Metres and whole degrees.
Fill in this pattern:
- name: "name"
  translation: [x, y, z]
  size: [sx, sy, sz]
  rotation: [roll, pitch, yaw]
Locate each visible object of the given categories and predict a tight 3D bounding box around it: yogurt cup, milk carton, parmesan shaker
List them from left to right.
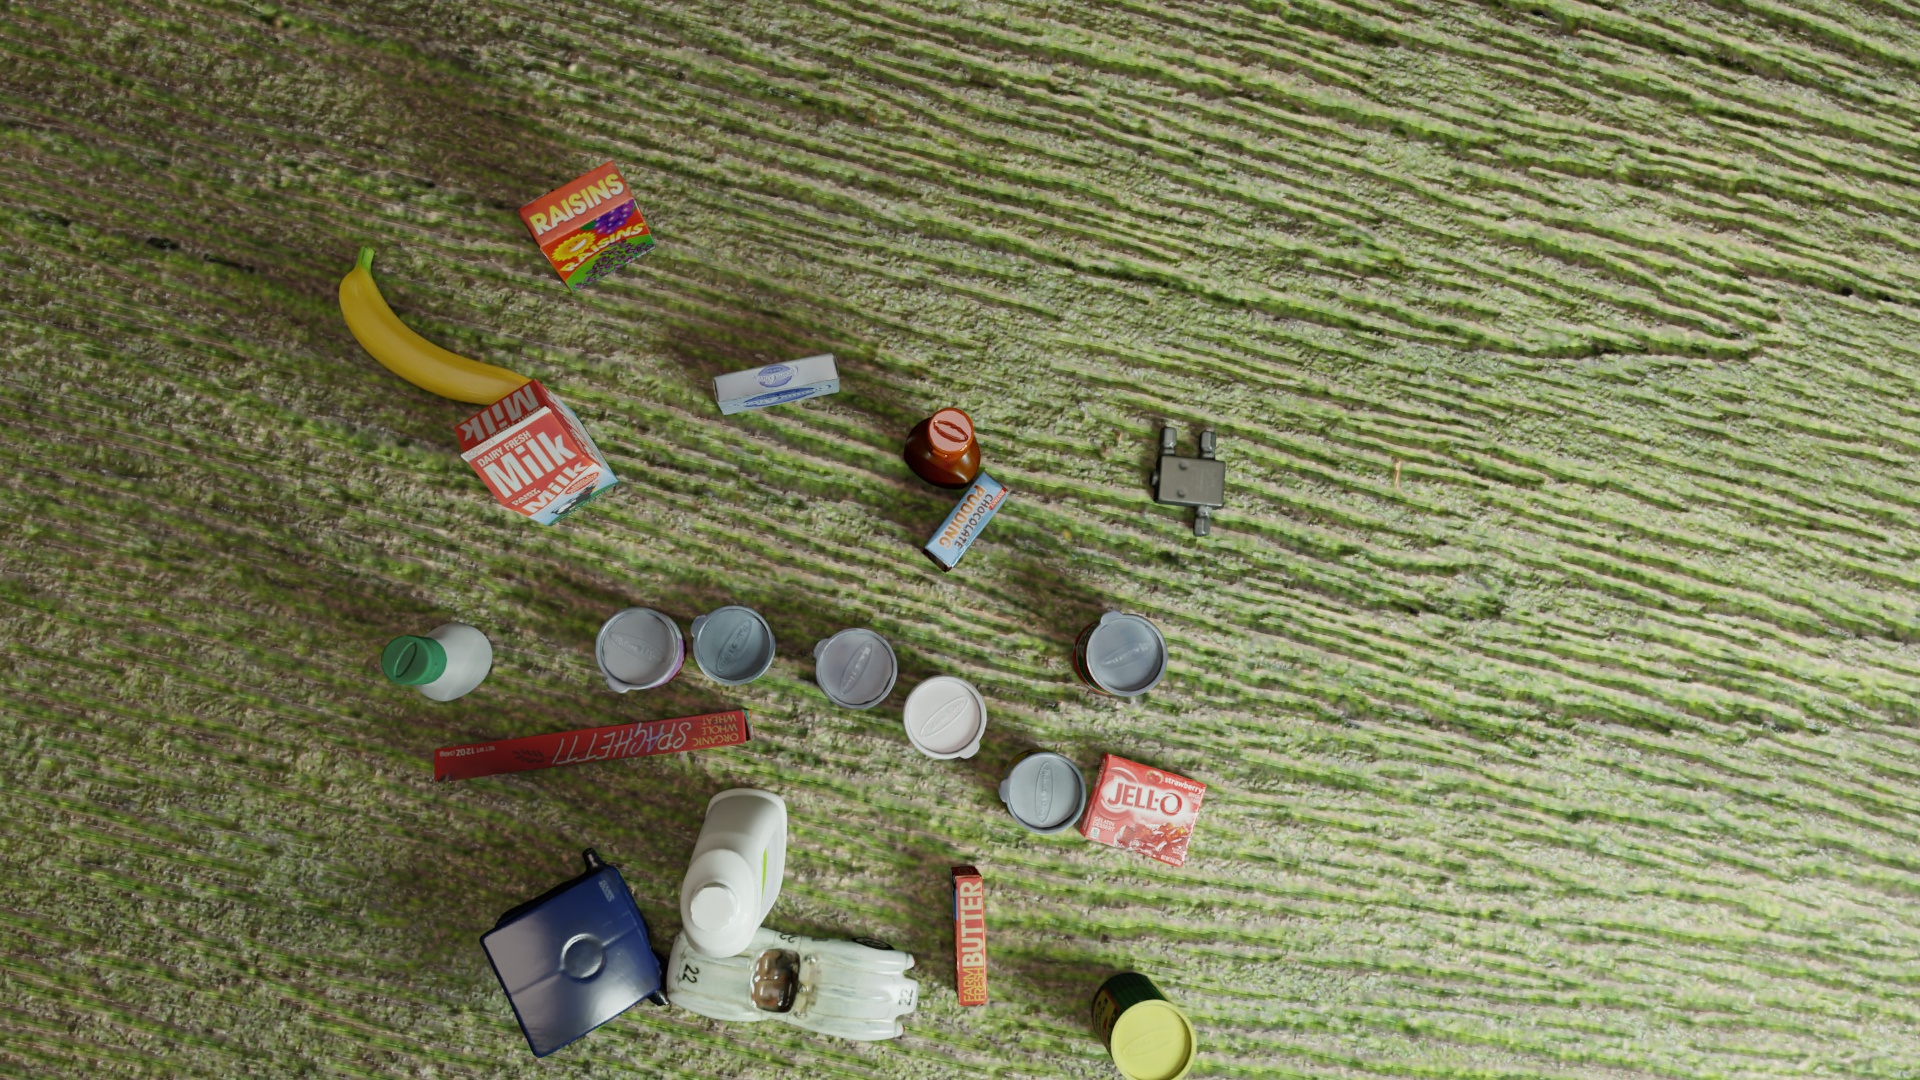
- name: "milk carton"
  translation: [-0.331, -0.068, 1.082]
  size: [0.072, 0.190, 0.073]
  rotation: [-33, 87, -7]
- name: "yogurt cup"
  translation: [-0.015, 0.145, 1.149]
  size: [0.072, 0.054, 0.072]
  rotation: [0, 84, -4]
- name: "parmesan shaker"
  translation: [0.144, 0.391, 1.108]
  size: [0.071, 0.103, 0.071]
  rotation: [0, 84, -4]

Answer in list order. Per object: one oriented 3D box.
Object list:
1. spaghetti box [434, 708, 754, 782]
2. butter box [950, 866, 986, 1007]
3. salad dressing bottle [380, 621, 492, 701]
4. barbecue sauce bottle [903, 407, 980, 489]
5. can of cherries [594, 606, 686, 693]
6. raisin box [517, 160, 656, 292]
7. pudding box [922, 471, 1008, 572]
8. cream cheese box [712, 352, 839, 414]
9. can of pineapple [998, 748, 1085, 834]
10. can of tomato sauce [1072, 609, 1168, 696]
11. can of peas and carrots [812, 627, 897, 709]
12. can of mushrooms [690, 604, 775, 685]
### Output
- name: "spaghetti box"
  translation: [-0.294, 0.166, 1.129]
  size: [0.250, 0.050, 0.028]
  rotation: [-7, 85, -5]
- name: "butter box"
  translation: [0.007, 0.321, 1.131]
  size: [0.024, 0.053, 0.103]
  rotation: [-2, 84, -4]
- name: "salad dressing bottle"
  translation: [-0.407, 0.094, 1.079]
  size: [0.044, 0.147, 0.064]
  rotation: [27, 83, -1]
- name: "barbecue sauce bottle"
  translation: [-0.013, -0.076, 1.127]
  size: [0.065, 0.148, 0.044]
  rotation: [27, 83, -1]
- name: "can of cherries"
  translation: [-0.262, 0.091, 1.135]
  size: [0.071, 0.058, 0.071]
  rotation: [0, 84, -4]
- name: "raisin box"
  translation: [-0.303, -0.256, 1.139]
  size: [0.086, 0.123, 0.040]
  rotation: [-30, 87, -6]
- name: "pudding box"
  translation: [0.004, -0.015, 1.171]
  size: [0.030, 0.049, 0.084]
  rotation: [38, 82, 1]
- name: "cream cheese box"
  translation: [-0.154, -0.132, 1.171]
  size: [0.104, 0.053, 0.024]
  rotation: [-12, 85, -5]
- name: "can of pineapple"
  translation: [0.065, 0.205, 1.146]
  size: [0.071, 0.058, 0.071]
  rotation: [0, 84, -4]
- name: "can of tomato sauce"
  translation: [0.129, 0.094, 1.151]
  size: [0.071, 0.083, 0.071]
  rotation: [0, 84, -4]
- name: "can of peas and carrots"
  translation: [-0.088, 0.105, 1.146]
  size: [0.071, 0.058, 0.071]
  rotation: [0, 84, -4]
- name: "can of mushrooms"
  translation: [-0.189, 0.086, 1.154]
  size: [0.071, 0.033, 0.071]
  rotation: [0, 84, -4]
